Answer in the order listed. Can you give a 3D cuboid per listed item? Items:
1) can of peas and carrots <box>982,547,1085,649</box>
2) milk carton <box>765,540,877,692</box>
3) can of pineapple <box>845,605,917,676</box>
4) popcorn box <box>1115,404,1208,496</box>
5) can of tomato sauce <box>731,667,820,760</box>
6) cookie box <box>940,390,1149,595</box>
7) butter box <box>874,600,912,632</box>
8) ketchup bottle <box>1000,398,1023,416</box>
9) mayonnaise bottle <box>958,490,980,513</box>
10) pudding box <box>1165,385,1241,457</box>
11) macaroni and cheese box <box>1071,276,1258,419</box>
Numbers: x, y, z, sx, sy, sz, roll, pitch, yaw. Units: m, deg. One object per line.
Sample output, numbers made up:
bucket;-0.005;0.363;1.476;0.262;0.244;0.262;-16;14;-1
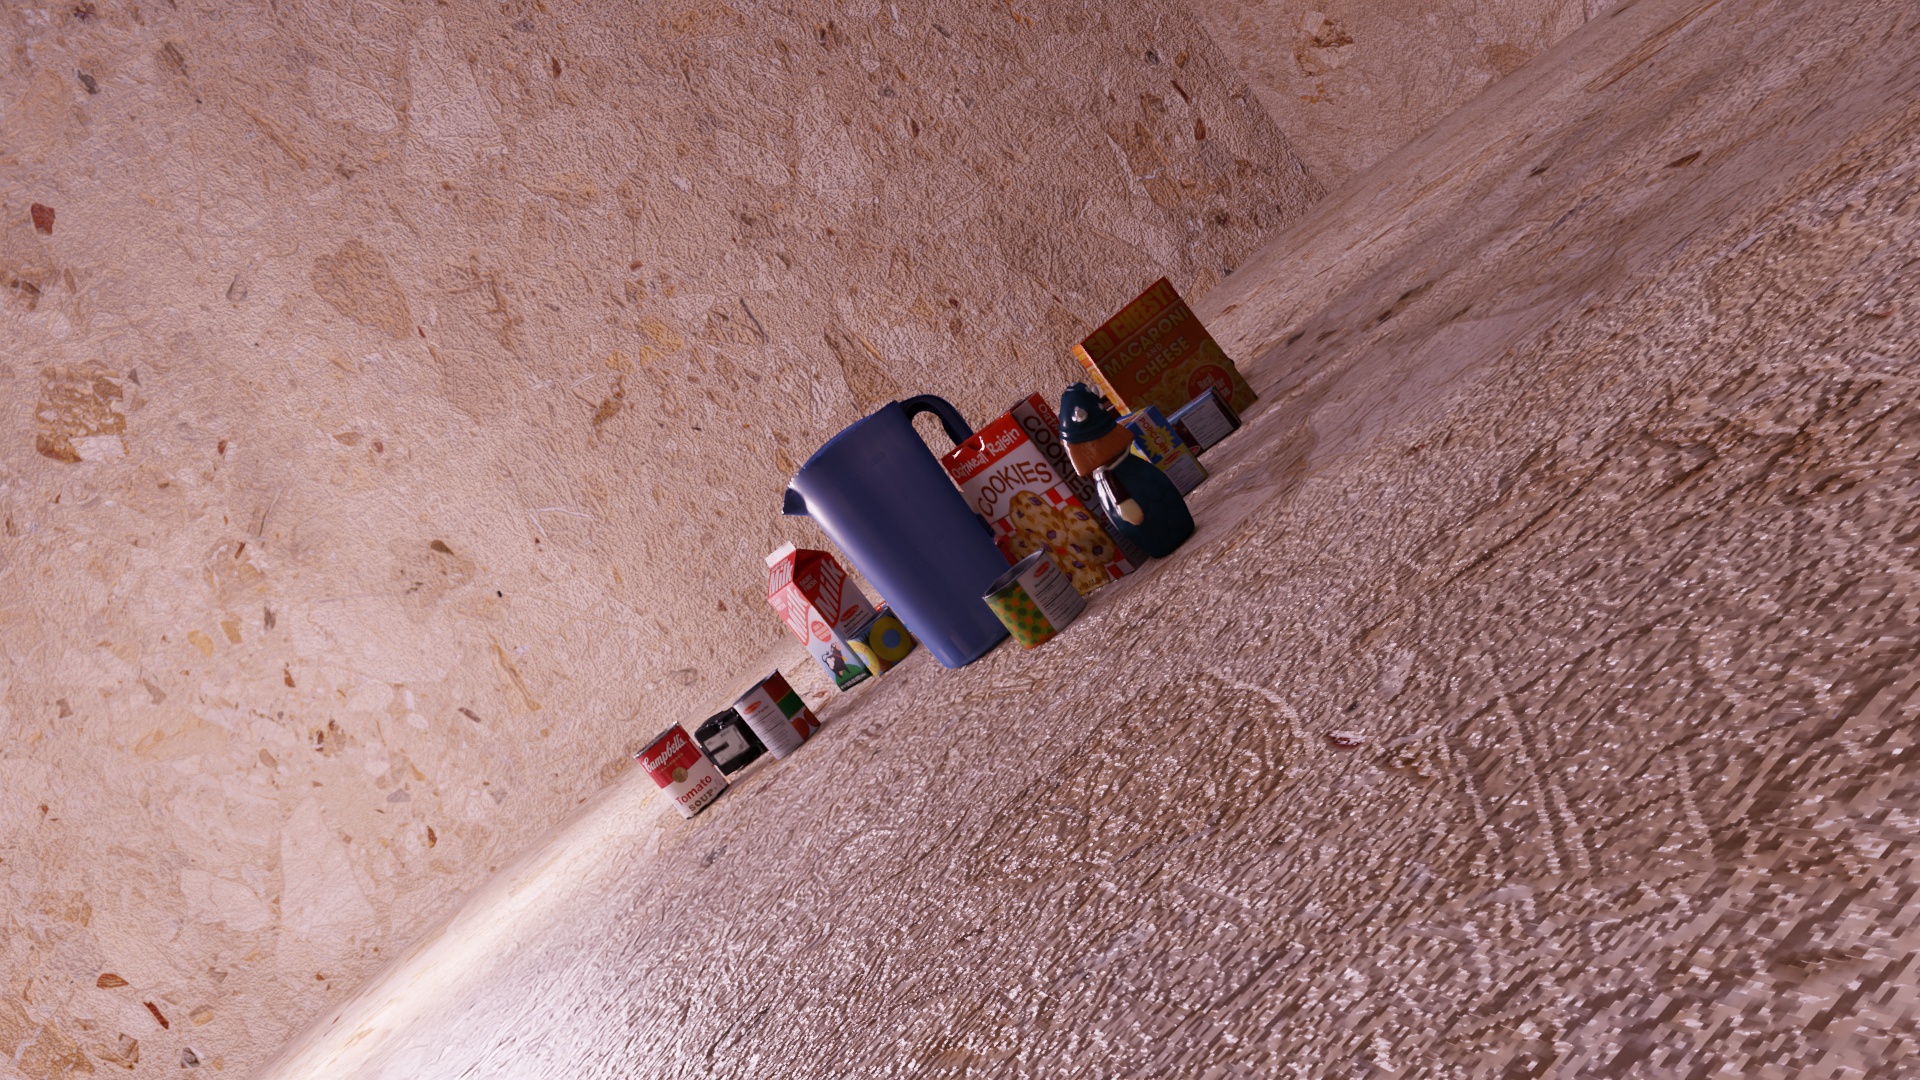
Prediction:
can of peas and carrots;0.060;0.050;1.157;0.071;0.058;0.071;-38;5;4
milk carton;-0.167;0.085;1.717;0.074;0.190;0.072;-42;6;-41
can of pineapple;-0.094;0.120;1.643;0.071;0.058;0.071;-38;5;4
popcorn box;0.181;-0.081;1.333;0.038;0.085;0.126;-39;5;-7
can of tomato sauce;-0.211;0.200;1.605;0.071;0.083;0.071;-38;5;4
cookie box;0.072;-0.032;1.182;0.040;0.167;0.122;-41;5;-34
butter box;-0.091;0.104;1.801;0.103;0.053;0.024;-34;6;41
ketchup bottle;0.110;-0.115;1.796;0.044;0.148;0.064;-41;5;-34
mayonnaise bottle;0.006;-0.021;1.690;0.064;0.148;0.041;-36;5;28
pudding box;0.240;-0.115;1.428;0.083;0.049;0.030;-36;5;24
macaroni and cheese box;0.218;-0.178;1.486;0.124;0.166;0.040;-39;4;-9
